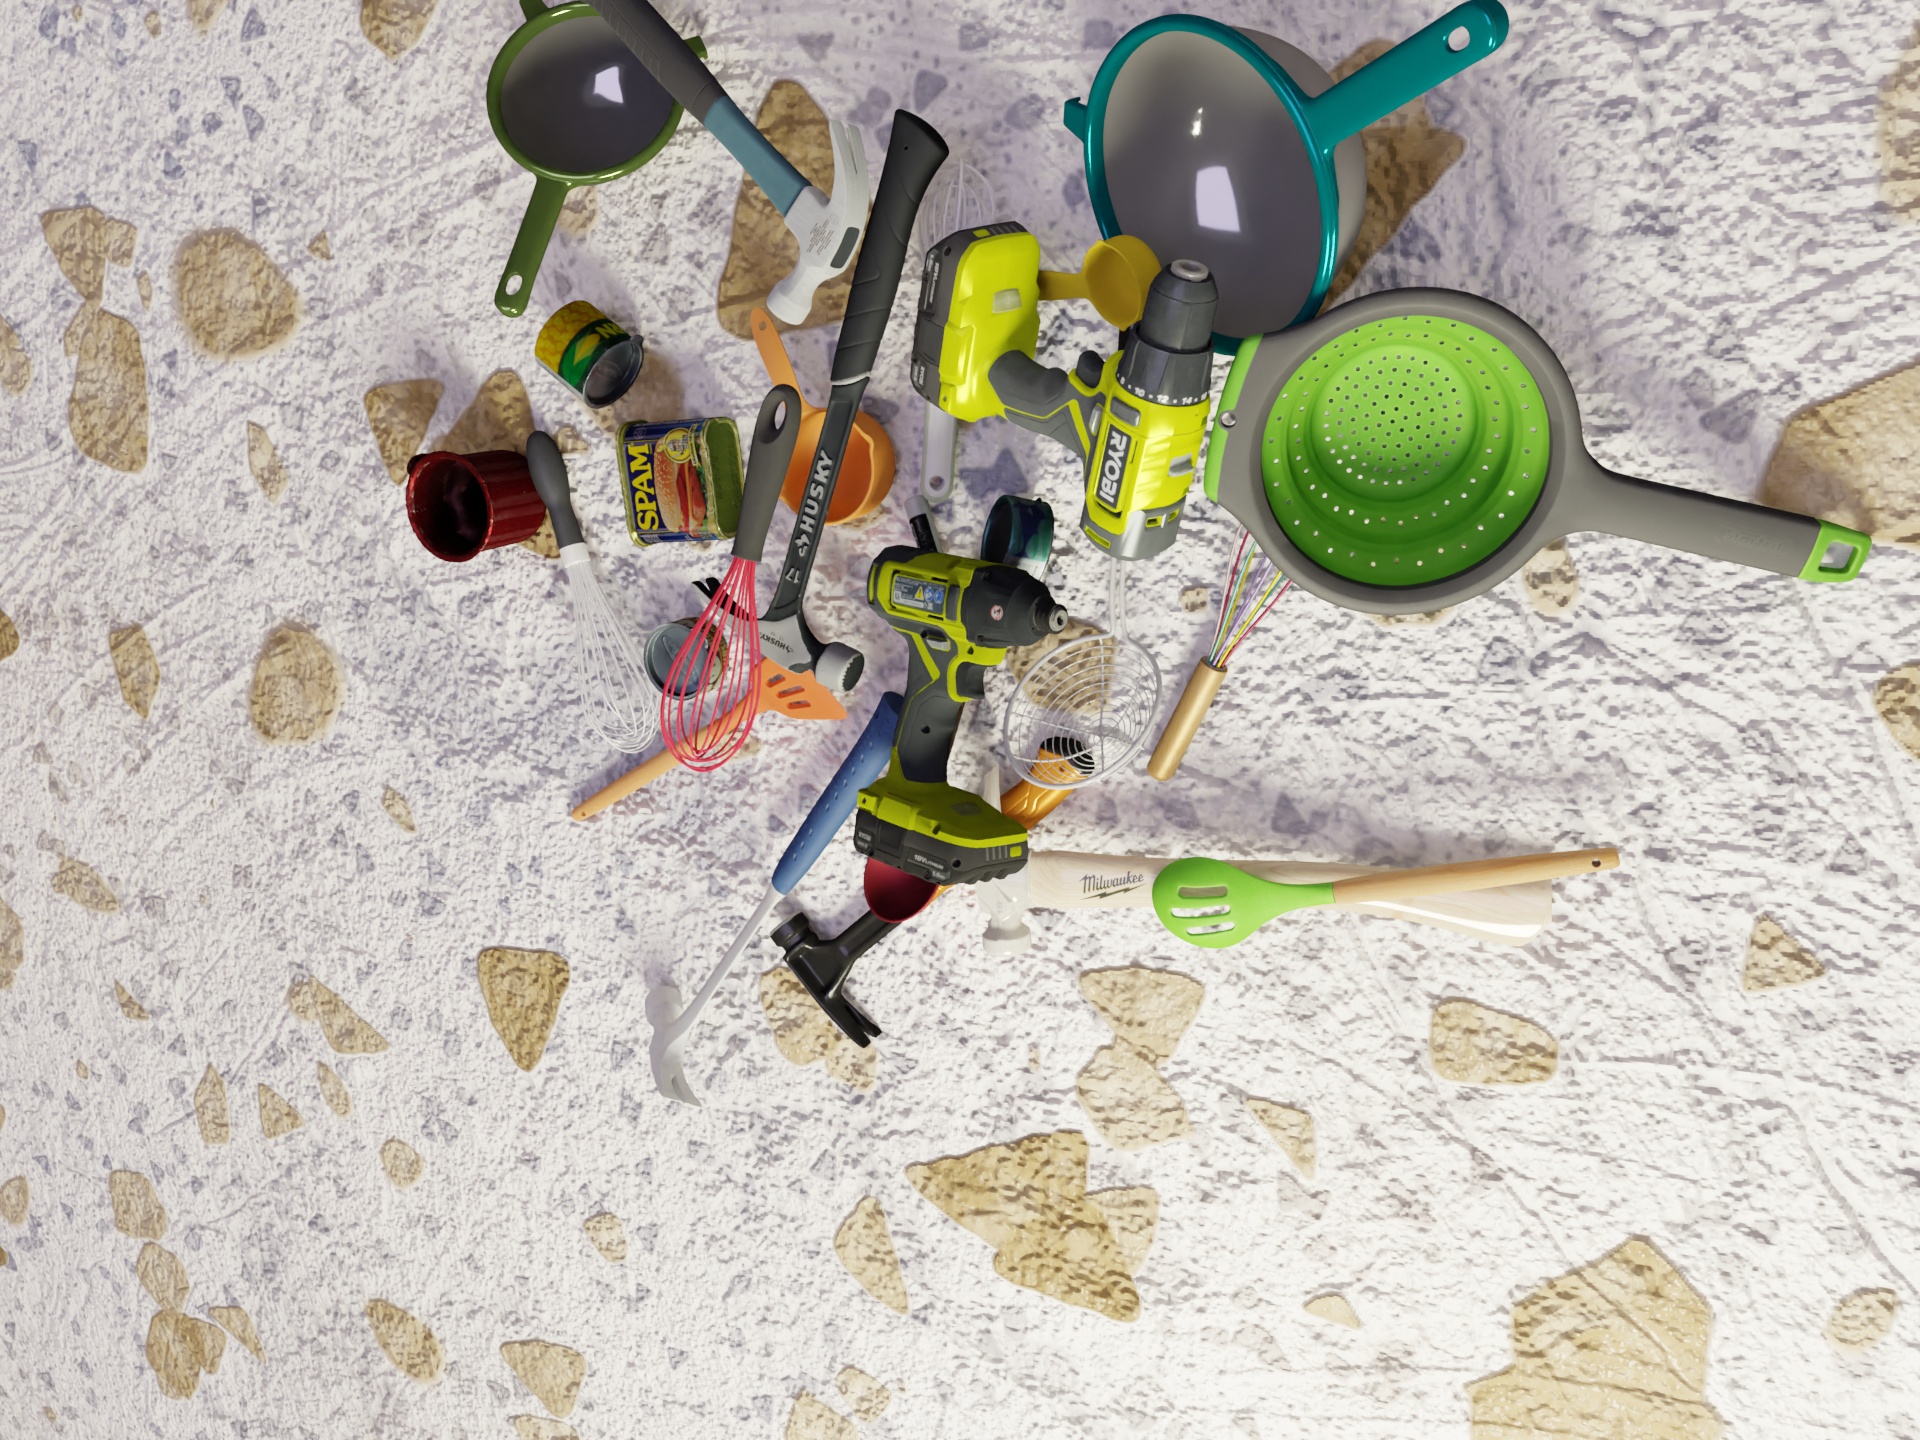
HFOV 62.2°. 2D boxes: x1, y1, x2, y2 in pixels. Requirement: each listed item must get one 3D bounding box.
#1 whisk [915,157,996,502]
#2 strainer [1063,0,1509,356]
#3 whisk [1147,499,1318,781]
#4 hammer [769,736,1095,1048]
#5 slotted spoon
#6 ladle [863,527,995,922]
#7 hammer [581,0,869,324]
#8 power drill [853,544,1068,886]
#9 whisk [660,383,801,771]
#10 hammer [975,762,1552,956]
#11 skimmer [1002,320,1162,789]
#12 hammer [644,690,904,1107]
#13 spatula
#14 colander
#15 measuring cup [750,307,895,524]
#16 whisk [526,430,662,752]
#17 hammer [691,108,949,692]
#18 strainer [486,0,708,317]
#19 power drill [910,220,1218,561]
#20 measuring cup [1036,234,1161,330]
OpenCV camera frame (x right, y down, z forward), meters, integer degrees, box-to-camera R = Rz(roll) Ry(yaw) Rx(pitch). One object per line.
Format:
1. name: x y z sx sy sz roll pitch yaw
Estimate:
1. whisk: -0.010 -0.278 1.154 0.058 0.059 0.246 3 112 -3
2. strainer: 0.210 -0.348 0.940 0.340 0.095 0.211 -9 111 62
3. whisk: 0.189 -0.060 1.124 0.047 0.051 0.244 43 124 33
4. hammer: -0.013 0.129 1.272 0.337 0.034 0.127 -42 83 28
5. slotted spoon: 0.280 0.112 1.080 0.314 0.031 0.070 -10 103 21
6. ladle: -0.012 0.006 1.220 0.069 0.031 0.315 22 103 30
7. hammer: -0.182 -0.441 1.134 0.331 0.033 0.128 50 119 15
8. power drill: -0.002 -0.004 1.130 0.171 0.080 0.223 17 105 44
9. whisk: -0.162 -0.101 1.170 0.073 0.073 0.295 20 103 20
10. hammer: 0.205 0.108 1.139 0.411 0.038 0.146 1 106 20
11. skimmer: 0.095 -0.133 1.115 0.127 0.090 0.363 17 110 41
12. hammer: -0.153 0.147 1.313 0.035 0.144 0.405 24 114 -27
13. spatula: -0.227 0.024 1.343 0.322 0.041 0.081 -29 114 31
14. colander: 0.355 -0.157 0.995 0.397 0.094 0.204 14 117 3
15. measuring cup: -0.110 -0.234 1.211 0.095 0.052 0.173 -24 90 28
16. whisk: -0.316 -0.109 1.342 0.070 0.070 0.284 -18 91 29
17. hammer: -0.089 -0.230 1.153 0.149 0.036 0.408 25 112 19
18. strainer: -0.293 -0.413 1.203 0.151 0.069 0.256 17 82 5
19. power drill: 0.072 -0.236 1.038 0.229 0.080 0.190 41 137 34
20. measuring cup: 0.084 -0.301 1.084 0.157 0.029 0.062 24 139 56
